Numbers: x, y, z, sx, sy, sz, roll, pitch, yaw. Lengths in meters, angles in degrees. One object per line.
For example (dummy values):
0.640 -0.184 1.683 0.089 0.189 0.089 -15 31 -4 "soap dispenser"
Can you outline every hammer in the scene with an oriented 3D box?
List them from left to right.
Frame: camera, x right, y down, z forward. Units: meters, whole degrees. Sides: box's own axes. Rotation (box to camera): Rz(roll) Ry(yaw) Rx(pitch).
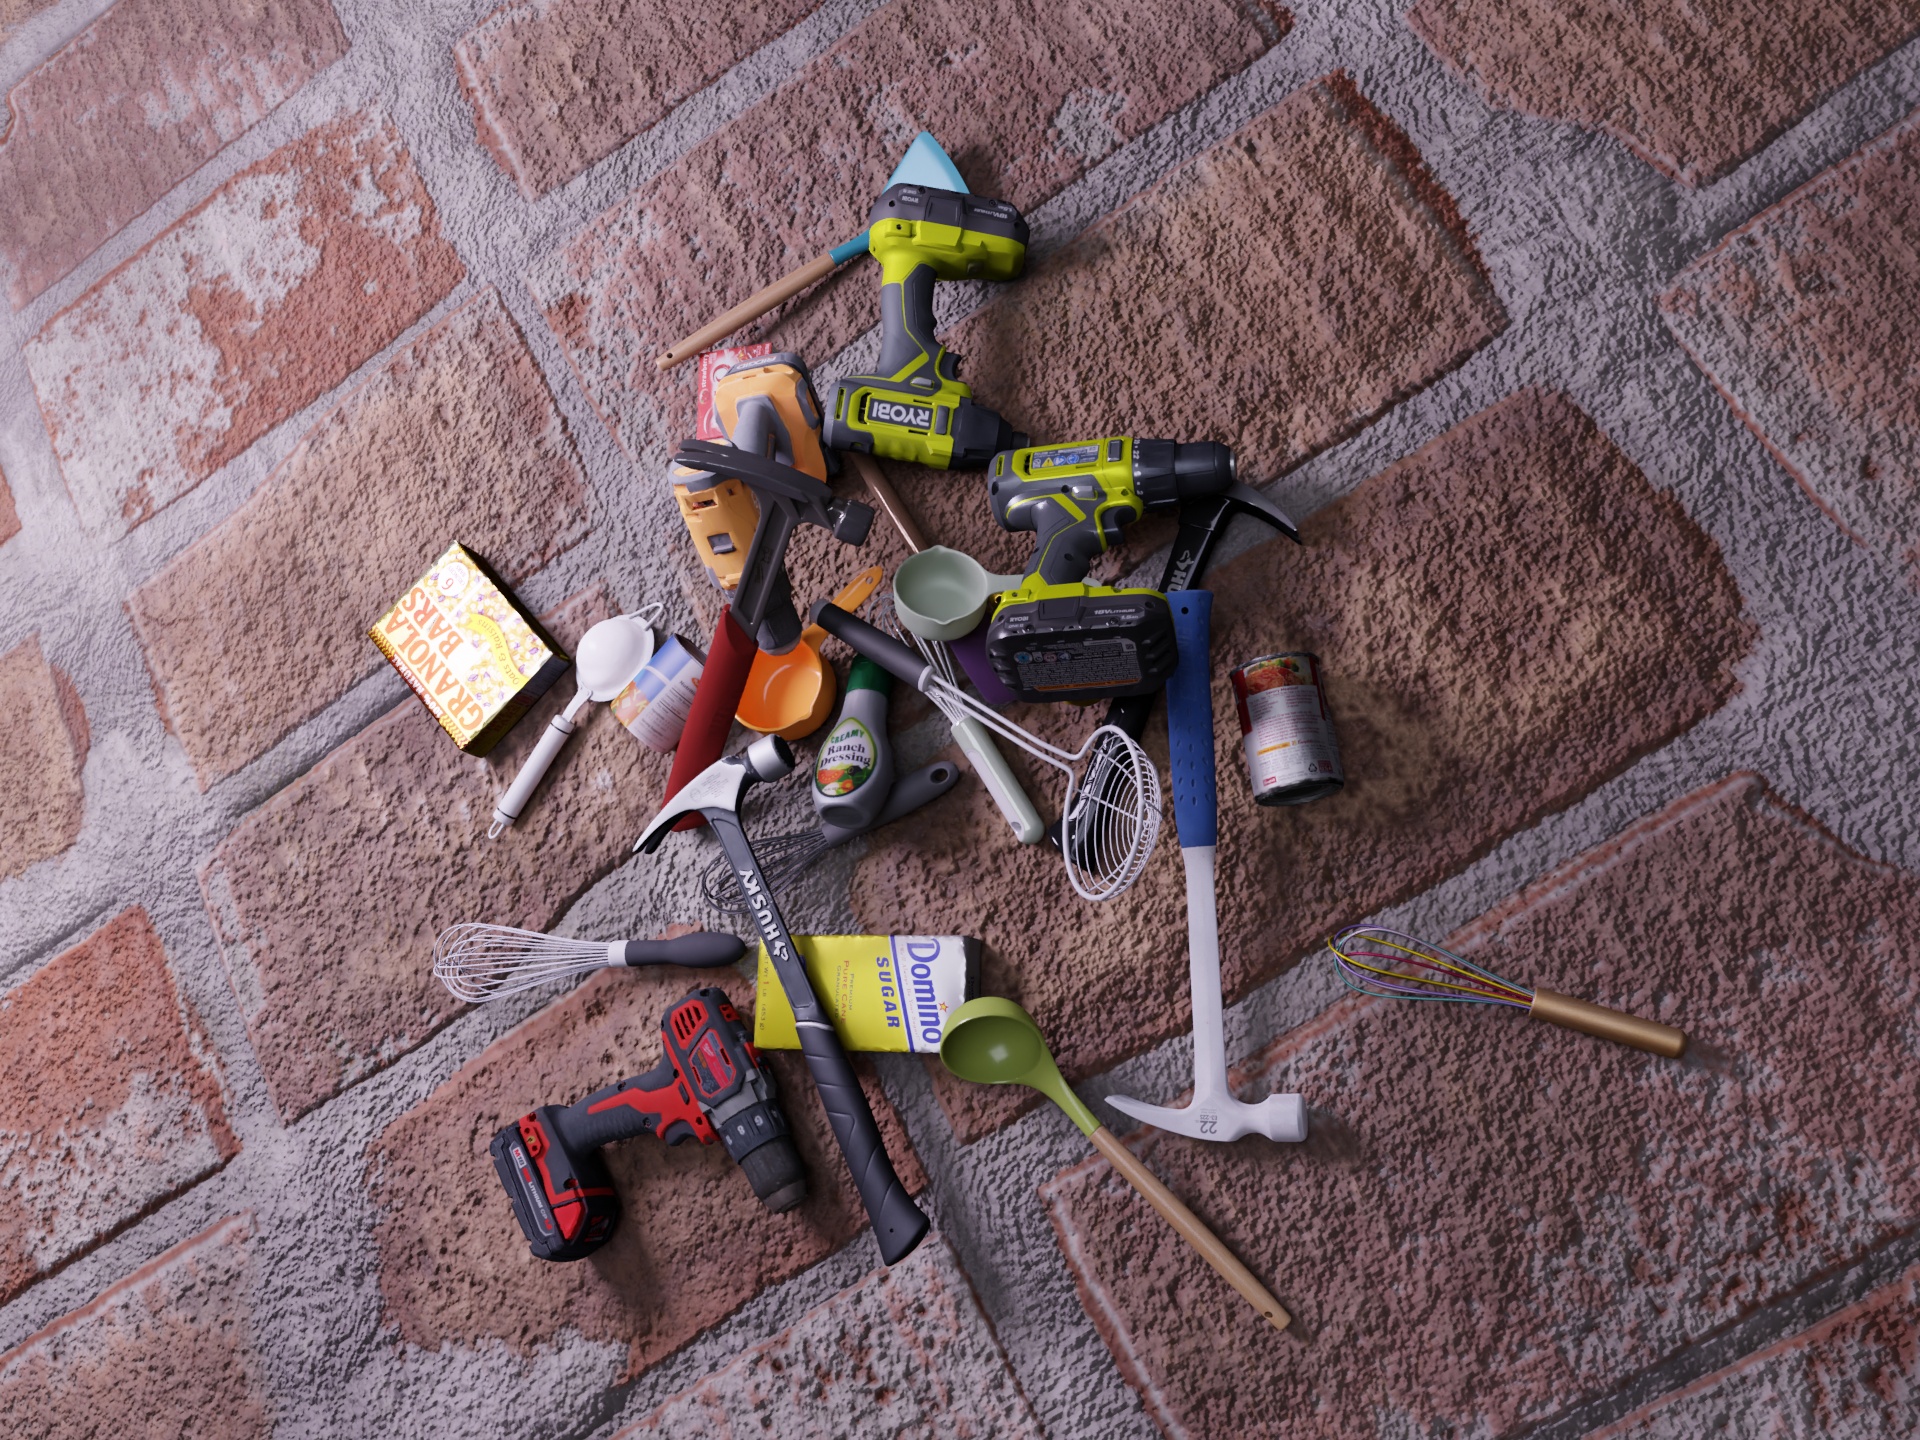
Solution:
-0.191 -0.049 1.250 0.149 0.037 0.358 20 127 -7 "hammer"
-0.126 0.221 1.231 0.149 0.036 0.409 -29 74 12 "hammer"
0.151 -0.040 1.251 0.146 0.035 0.335 19 84 23 "hammer"
0.172 0.105 1.185 0.144 0.035 0.405 -5 82 18 "hammer"

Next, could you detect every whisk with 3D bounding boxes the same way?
-0.316 0.198 1.342 0.284 0.070 0.070 -5 75 13 "whisk"
-0.108 0.092 1.304 0.239 0.055 0.055 -27 70 6 "whisk"
-0.002 -0.004 1.289 0.059 0.057 0.246 -23 71 -28 "whisk"
0.378 0.193 1.114 0.245 0.047 0.051 15 81 18 "whisk"

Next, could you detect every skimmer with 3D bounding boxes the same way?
0.004 0.003 1.210 0.363 0.090 0.127 32 121 25 "skimmer"

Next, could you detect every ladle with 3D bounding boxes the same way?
0.111 0.322 1.149 0.320 0.062 0.078 44 123 14 "ladle"

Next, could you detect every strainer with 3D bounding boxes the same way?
-0.349 -0.003 1.411 0.087 0.050 0.258 34 93 38 "strainer"

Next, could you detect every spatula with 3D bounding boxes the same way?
-0.140 -0.405 1.424 0.317 0.044 0.082 -32 78 2 "spatula"
-0.029 -0.139 1.339 0.059 0.018 0.316 -16 61 -31 "spatula"

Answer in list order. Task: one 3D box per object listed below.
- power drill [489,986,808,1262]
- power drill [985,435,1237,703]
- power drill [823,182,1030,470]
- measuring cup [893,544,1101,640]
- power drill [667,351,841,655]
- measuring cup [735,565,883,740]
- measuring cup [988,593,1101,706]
-0.241 0.346 1.270 0.226 0.080 0.188 -34 69 5 "power drill"
0.111 -0.127 1.193 0.190 0.080 0.229 -4 49 15 "power drill"
-0.015 -0.325 1.345 0.171 0.080 0.223 9 82 -4 "power drill"
0.029 -0.098 1.278 0.167 0.038 0.083 -1 54 -6 "measuring cup"
-0.160 -0.179 1.312 0.084 0.185 0.226 -9 36 16 "power drill"
-0.119 -0.057 1.340 0.173 0.052 0.095 -47 67 -2 "measuring cup"
0.064 -0.068 1.271 0.157 0.029 0.062 43 103 38 "measuring cup"
